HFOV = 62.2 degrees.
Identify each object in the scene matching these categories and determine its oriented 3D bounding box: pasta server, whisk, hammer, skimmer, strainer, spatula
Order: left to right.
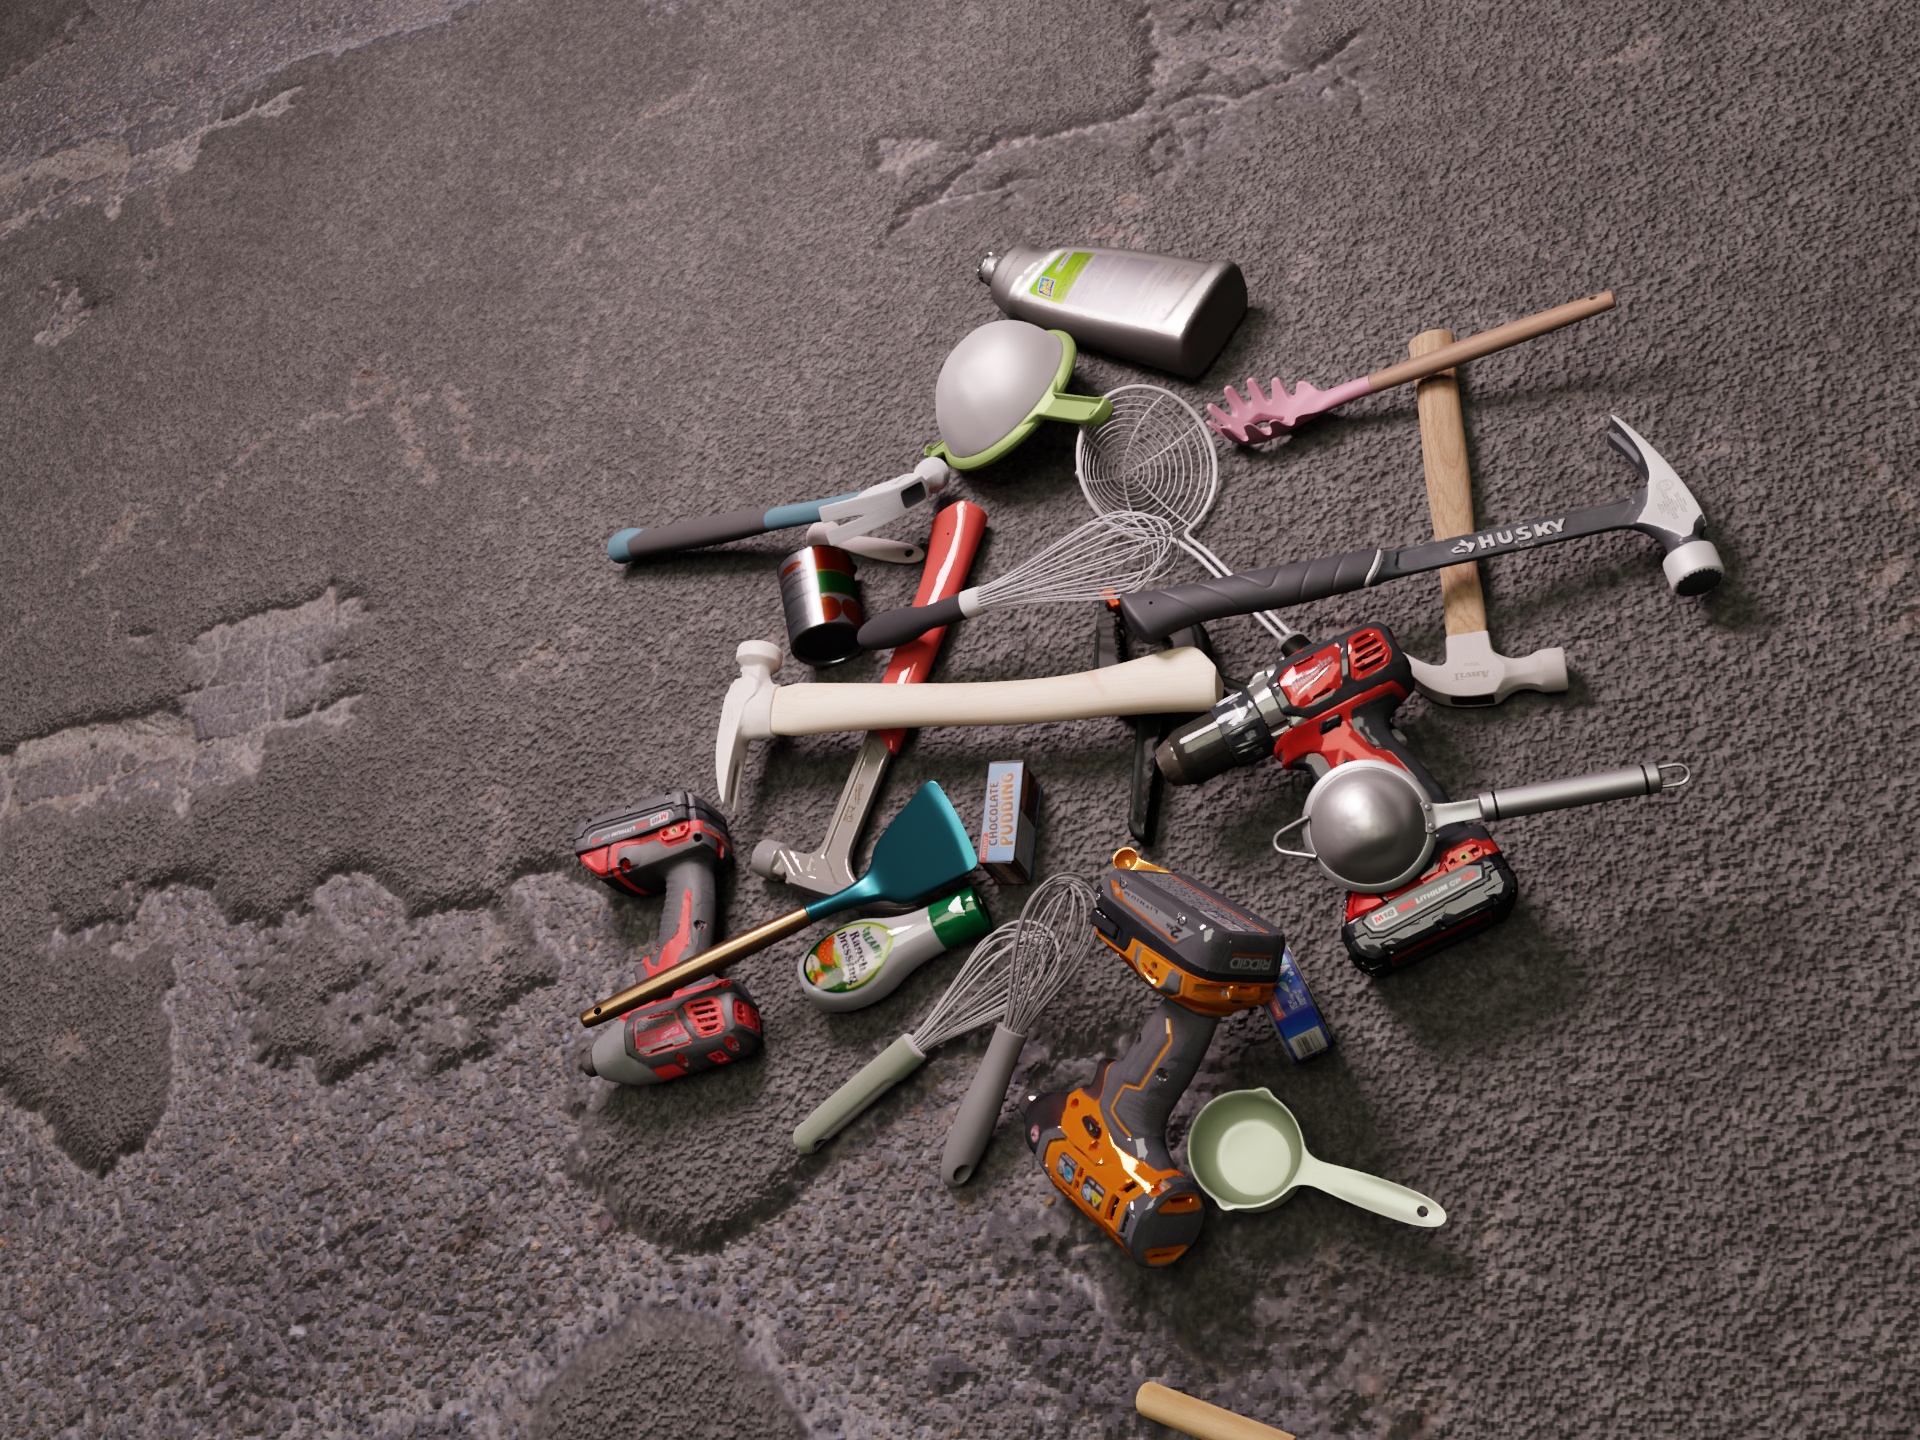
[{"bbox_3d":[-0.178,-0.177,1.417,0.331,0.033,0.128,-6,22,30],"label":"hammer"},{"bbox_3d":[-0.140,0.151,1.191,0.317,0.044,0.082,-26,62,-6],"label":"spatula"},{"bbox_3d":[-0.043,-0.019,1.305,0.149,0.036,0.359,11,69,27],"label":"hammer"},{"bbox_3d":[-0.026,0.234,1.159,0.246,0.057,0.059,-41,64,4],"label":"whisk"},{"bbox_3d":[-0.002,-0.004,1.236,0.411,0.038,0.146,-3,65,22],"label":"hammer"},{"bbox_3d":[0.039,-0.101,1.249,0.284,0.070,0.070,-17,58,27],"label":"whisk"},{"bbox_3d":[0.044,-0.280,1.320,0.151,0.069,0.256,-53,27,-3],"label":"strainer"},{"bbox_3d":[0.038,0.218,1.112,0.055,0.055,0.239,25,95,31],"label":"whisk"},{"bbox_3d":[0.218,-0.119,1.214,0.127,0.090,0.364,-24,55,-21],"label":"skimmer"},{"bbox_3d":[0.218,0.442,0.946,0.245,0.047,0.051,10,69,30],"label":"whisk"},{"bbox_3d":[0.319,-0.119,1.154,0.409,0.036,0.149,-11,58,8],"label":"hammer"},{"bbox_3d":[0.345,-0.278,1.243,0.316,0.040,0.060,-16,43,29],"label":"pasta server"},{"bbox_3d":[0.370,-0.160,1.208,0.130,0.031,0.332,-8,61,19],"label":"hammer"},{"bbox_3d":[0.325,0.055,1.006,0.258,0.050,0.087,-11,81,13],"label":"strainer"}]

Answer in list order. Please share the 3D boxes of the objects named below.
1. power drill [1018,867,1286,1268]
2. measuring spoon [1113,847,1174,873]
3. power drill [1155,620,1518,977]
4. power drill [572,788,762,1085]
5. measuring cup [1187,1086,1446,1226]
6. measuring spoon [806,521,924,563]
[{"bbox_3d":[0.112,0.216,1.042,0.164,0.084,0.226,29,107,52],"label":"power drill"},{"bbox_3d":[0.162,0.125,1.159,0.117,0.011,0.021,28,77,28],"label":"measuring spoon"},{"bbox_3d":[0.255,0.060,1.092,0.188,0.080,0.227,-27,65,8],"label":"power drill"},{"bbox_3d":[-0.241,0.178,1.263,0.143,0.078,0.220,-19,61,12],"label":"power drill"},{"bbox_3d":[0.229,0.294,1.024,0.168,0.038,0.083,14,70,26],"label":"measuring cup"},{"bbox_3d":[-0.086,-0.158,1.407,0.124,0.018,0.034,14,70,28],"label":"measuring spoon"}]
